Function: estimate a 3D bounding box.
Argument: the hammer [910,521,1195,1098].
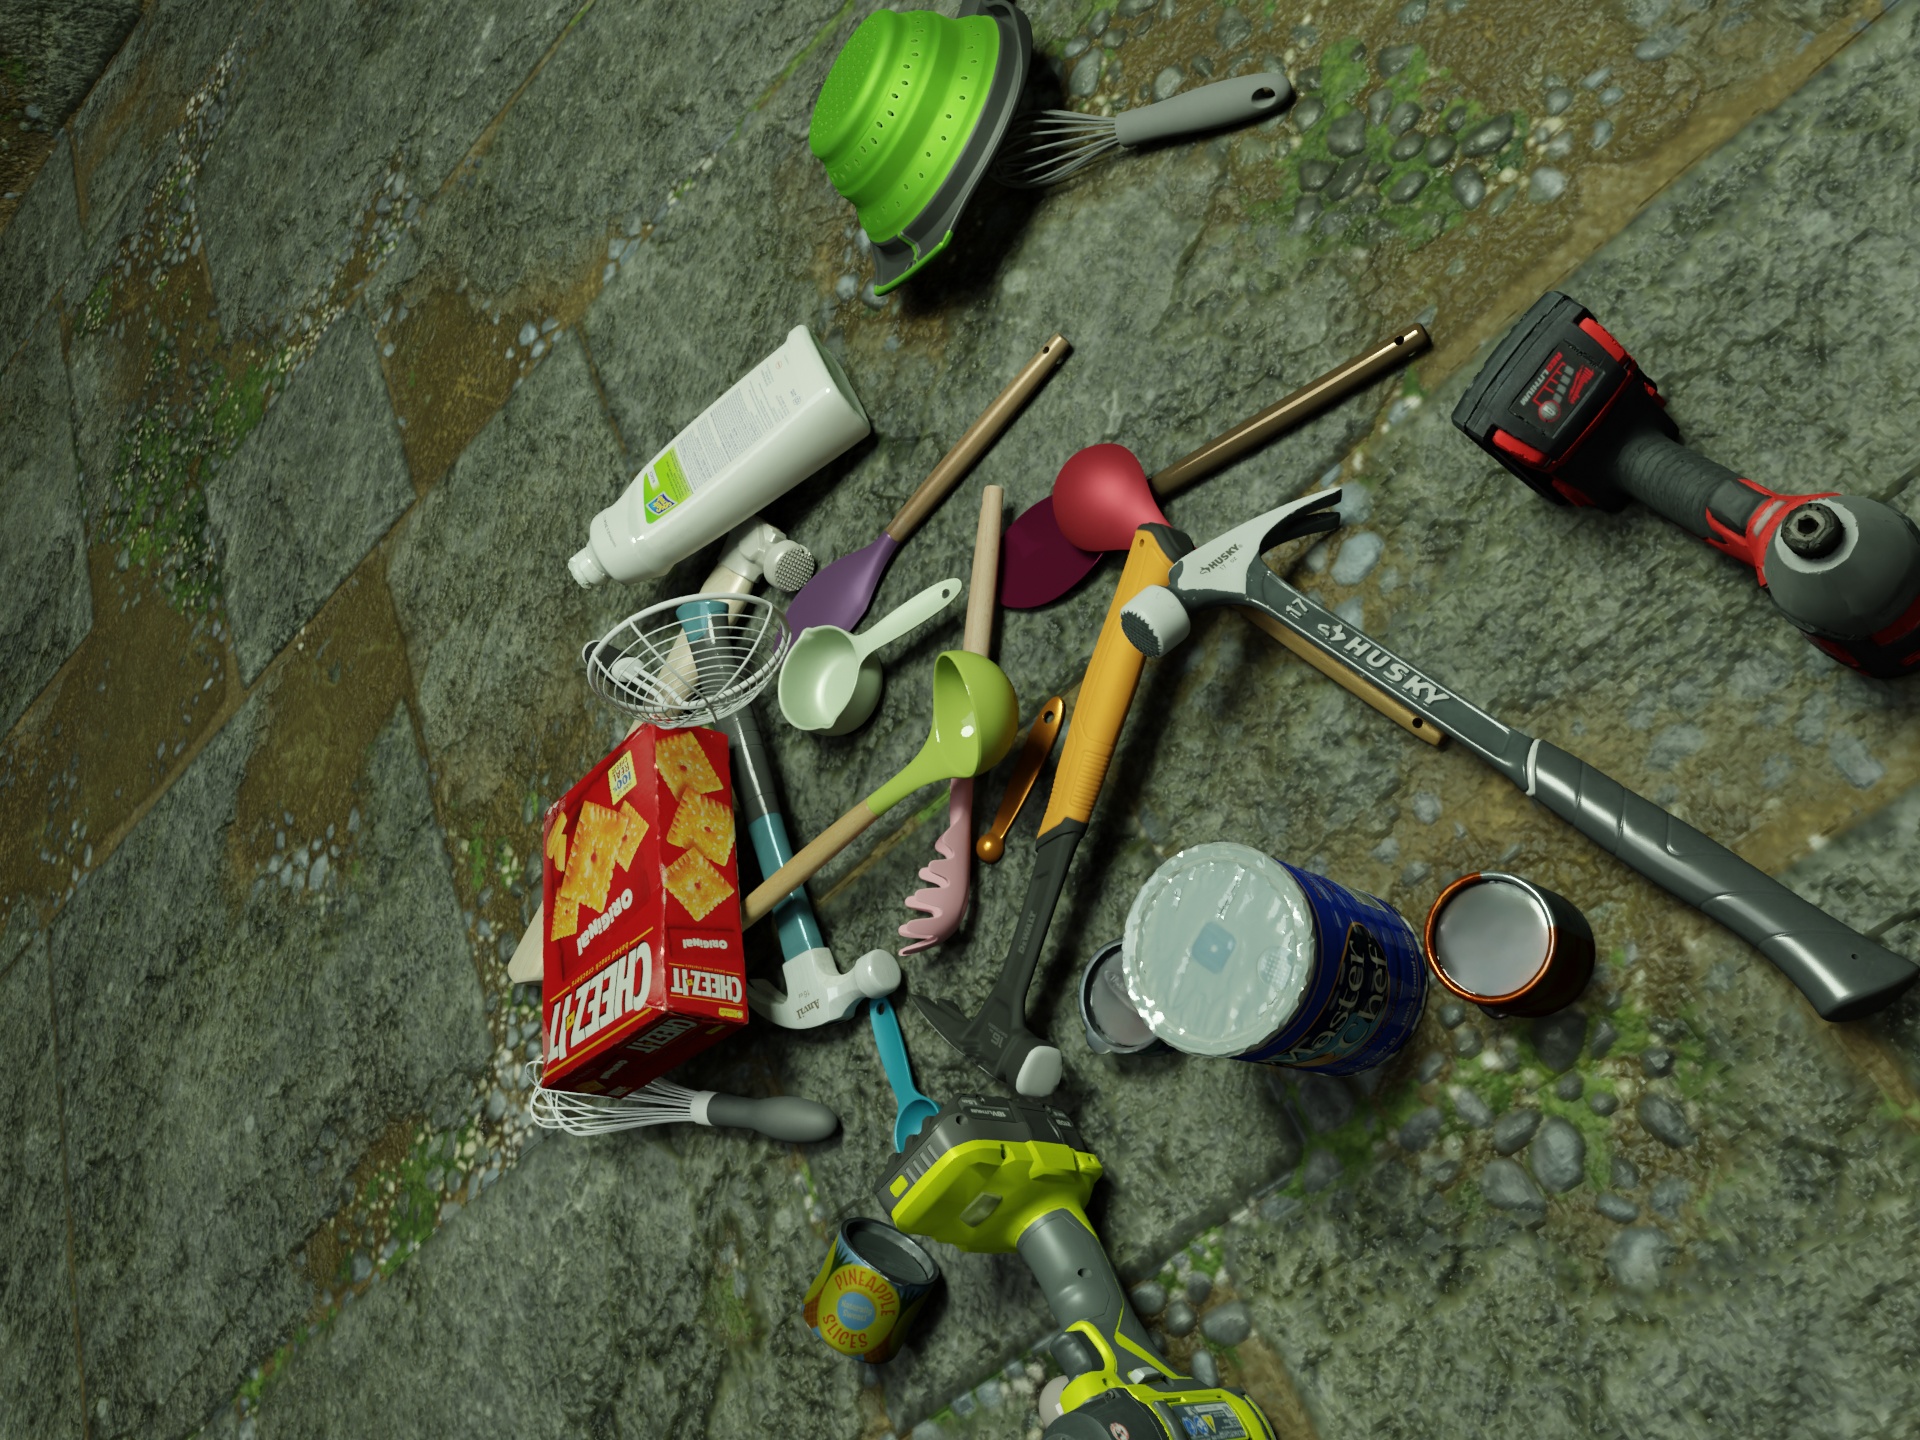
[{"bbox_3d":[0.064,0.044,0.946,0.127,0.034,0.337,23,95,56],"label":"hammer"}]

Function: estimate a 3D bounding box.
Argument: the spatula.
[{"bbox_3d":[-0.032,-0.151,1.130,0.316,0.018,0.060,-47,59,19],"label":"spatula"}]

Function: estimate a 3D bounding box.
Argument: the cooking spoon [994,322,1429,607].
[{"bbox_3d":[0.145,-0.157,0.990,0.319,0.017,0.069,-28,64,30],"label":"cooking spoon"}]

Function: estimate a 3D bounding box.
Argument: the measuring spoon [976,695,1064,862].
[{"bbox_3d":[0.038,0.037,1.019,0.021,0.011,0.117,27,94,41],"label":"measuring spoon"}]

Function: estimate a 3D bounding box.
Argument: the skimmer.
[{"bbox_3d":[-0.220,-0.057,1.103,0.363,0.127,0.090,-160,63,-64],"label":"skimmer"}]

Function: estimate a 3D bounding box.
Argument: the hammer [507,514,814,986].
[{"bbox_3d":[-0.255,0.021,1.244,0.146,0.038,0.410,34,99,41],"label":"hammer"}]

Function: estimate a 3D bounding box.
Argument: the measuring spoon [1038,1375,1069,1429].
[{"bbox_3d":[0.056,0.428,0.877,0.034,0.018,0.124,-12,70,35],"label":"measuring spoon"}]

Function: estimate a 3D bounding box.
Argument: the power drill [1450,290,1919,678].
[{"bbox_3d":[0.343,-0.107,0.736,0.078,0.143,0.220,-55,48,15],"label":"power drill"}]

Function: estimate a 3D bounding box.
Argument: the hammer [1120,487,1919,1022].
[{"bbox_3d":[0.274,0.010,0.798,0.149,0.036,0.409,-38,55,-19],"label":"hammer"}]

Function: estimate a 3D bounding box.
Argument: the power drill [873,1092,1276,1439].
[{"bbox_3d":[0.052,0.305,0.822,0.080,0.171,0.223,-50,48,16],"label":"power drill"}]

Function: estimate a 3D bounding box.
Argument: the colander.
[{"bbox_3d":[-0.025,-0.510,1.159,0.204,0.094,0.397,-13,59,58],"label":"colander"}]

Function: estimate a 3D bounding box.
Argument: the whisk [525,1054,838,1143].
[{"bbox_3d":[-0.200,0.267,1.111,0.285,0.070,0.070,-3,75,34],"label":"whisk"}]

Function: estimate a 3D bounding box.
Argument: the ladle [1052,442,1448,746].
[{"bbox_3d":[0.159,-0.077,0.937,0.316,0.031,0.069,41,110,33],"label":"ladle"}]

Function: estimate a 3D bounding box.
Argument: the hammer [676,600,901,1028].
[{"bbox_3d":[-0.140,0.057,1.113,0.128,0.033,0.331,-34,65,33],"label":"hammer"}]

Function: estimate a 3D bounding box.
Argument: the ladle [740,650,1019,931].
[{"bbox_3d":[-0.081,0.067,1.012,0.320,0.062,0.078,-40,55,27],"label":"ladle"}]

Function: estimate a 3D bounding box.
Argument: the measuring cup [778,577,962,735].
[{"bbox_3d":[-0.055,-0.048,1.104,0.167,0.038,0.083,-32,58,25],"label":"measuring cup"}]

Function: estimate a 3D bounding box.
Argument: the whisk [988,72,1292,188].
[{"bbox_3d":[0.111,-0.404,1.078,0.239,0.055,0.055,-1,76,34],"label":"whisk"}]

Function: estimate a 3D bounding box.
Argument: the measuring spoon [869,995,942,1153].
[{"bbox_3d":[-0.033,0.226,1.018,0.042,0.021,0.129,-45,44,24],"label":"measuring spoon"}]

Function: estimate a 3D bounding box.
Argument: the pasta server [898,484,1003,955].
[{"bbox_3d":[-0.002,-0.003,1.038,0.060,0.040,0.316,126,151,-77],"label":"pasta server"}]
